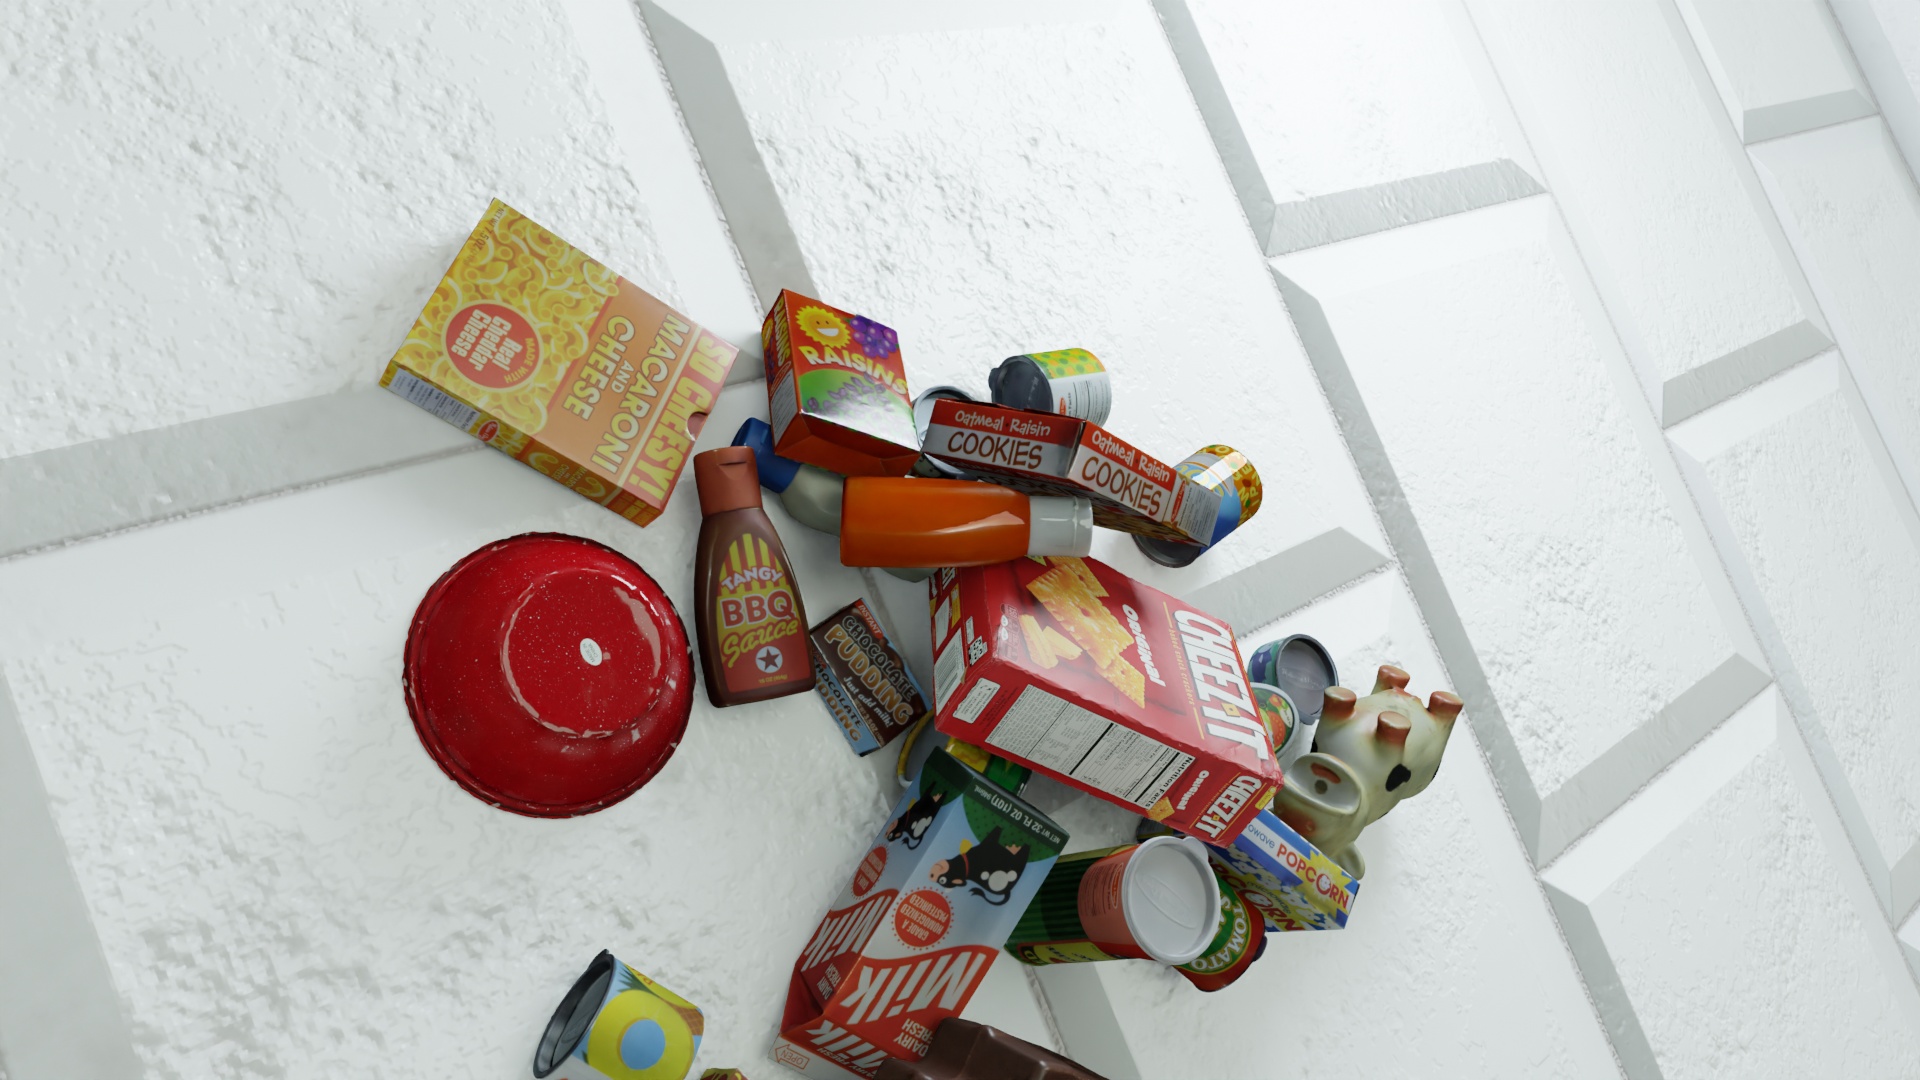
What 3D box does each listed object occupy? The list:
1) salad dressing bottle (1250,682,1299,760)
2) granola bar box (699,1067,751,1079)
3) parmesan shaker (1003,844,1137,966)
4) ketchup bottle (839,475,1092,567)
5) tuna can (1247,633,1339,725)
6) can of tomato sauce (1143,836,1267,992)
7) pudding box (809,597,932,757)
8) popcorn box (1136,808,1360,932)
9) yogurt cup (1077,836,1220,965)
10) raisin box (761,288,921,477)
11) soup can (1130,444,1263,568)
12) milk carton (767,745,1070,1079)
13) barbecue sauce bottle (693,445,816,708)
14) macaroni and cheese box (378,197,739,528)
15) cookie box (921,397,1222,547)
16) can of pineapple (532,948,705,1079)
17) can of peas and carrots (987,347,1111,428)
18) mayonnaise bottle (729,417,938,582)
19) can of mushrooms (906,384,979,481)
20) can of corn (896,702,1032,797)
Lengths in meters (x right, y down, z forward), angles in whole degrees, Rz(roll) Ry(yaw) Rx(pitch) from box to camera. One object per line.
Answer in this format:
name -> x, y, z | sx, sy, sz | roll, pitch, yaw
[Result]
salad dressing bottle -> 0.176, 0.143, 0.982 | 0.148, 0.043, 0.064 | -14, 73, -36
granola bar box -> -0.124, 0.375, 0.702 | 0.124, 0.039, 0.166 | 45, 55, -13
parmesan shaker -> 0.073, 0.224, 0.848 | 0.071, 0.102, 0.071 | 12, 68, -30
ketchup bottle -> 0.003, -0.010, 0.830 | 0.149, 0.043, 0.065 | 2, 36, -4
tuna can -> 0.252, 0.108, 1.053 | 0.071, 0.032, 0.071 | 12, 67, -30
can of tomato sauce -> 0.148, 0.245, 0.911 | 0.083, 0.071, 0.071 | 41, 56, -14
pudding box -> -0.061, 0.084, 0.855 | 0.050, 0.030, 0.083 | -34, 93, -38
popcorn box -> 0.194, 0.217, 0.942 | 0.126, 0.085, 0.038 | 39, 58, -17
yogurt cup -> 0.102, 0.202, 0.775 | 0.072, 0.053, 0.072 | 12, 68, -30
raisin box -> -0.077, -0.097, 0.875 | 0.086, 0.040, 0.124 | 16, 40, -27
soup can -> 0.174, -0.029, 1.028 | 0.084, 0.071, 0.071 | -32, 92, -38
milk carton -> -0.028, 0.220, 0.778 | 0.072, 0.073, 0.191 | 35, 83, -19
barbecue sauce bottle -> -0.127, 0.020, 0.814 | 0.065, 0.043, 0.148 | -8, 85, -25
macaroni and cheese box -> -0.226, -0.101, 0.805 | 0.166, 0.040, 0.124 | 31, 60, -21
cookie box -> 0.074, -0.044, 0.900 | 0.167, 0.123, 0.040 | 22, 83, -48
can of pineapple -> -0.170, 0.250, 0.700 | 0.058, 0.070, 0.071 | 38, 56, -17
can of peas and carrots -> 0.063, -0.103, 0.985 | 0.059, 0.070, 0.071 | -13, 81, -37
mayonnaise bottle -> -0.076, -0.030, 0.881 | 0.148, 0.041, 0.065 | 27, 57, -21
can of mushrooms -> -0.012, -0.067, 0.940 | 0.071, 0.033, 0.071 | 12, 66, -30
can of corn -> 0.003, 0.135, 0.857 | 0.058, 0.071, 0.071 | 34, 58, -19
